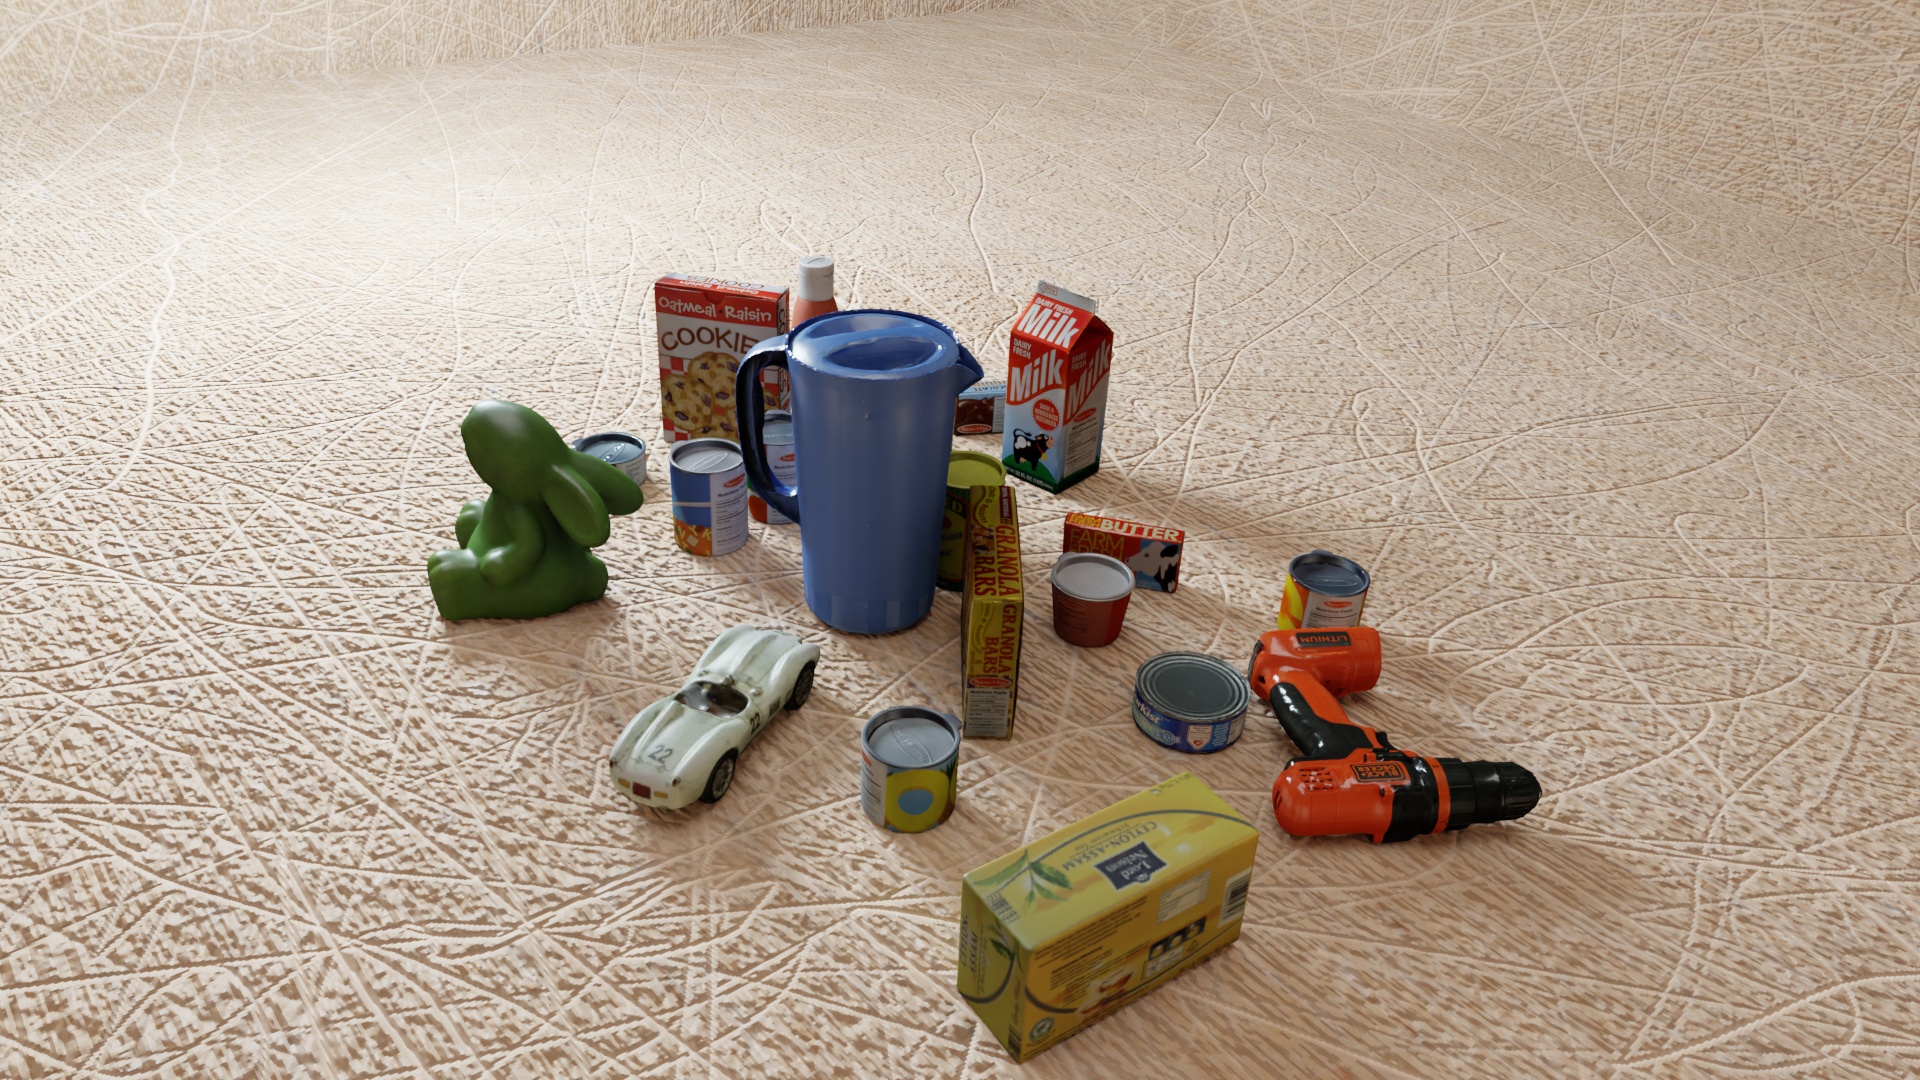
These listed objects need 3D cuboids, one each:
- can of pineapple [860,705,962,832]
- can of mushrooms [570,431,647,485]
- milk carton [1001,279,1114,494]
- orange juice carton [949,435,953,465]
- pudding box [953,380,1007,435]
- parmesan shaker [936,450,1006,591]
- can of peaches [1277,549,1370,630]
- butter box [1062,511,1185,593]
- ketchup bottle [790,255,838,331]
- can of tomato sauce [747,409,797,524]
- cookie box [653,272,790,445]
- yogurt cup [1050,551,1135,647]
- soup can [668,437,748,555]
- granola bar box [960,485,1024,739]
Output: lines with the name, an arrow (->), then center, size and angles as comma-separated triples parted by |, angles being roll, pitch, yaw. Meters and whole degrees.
can of pineapple -> -0.032, 0.154, 0.935 | 0.071, 0.057, 0.071 | 3, 31, -2
can of mushrooms -> -0.331, -0.074, 1.306 | 0.071, 0.033, 0.071 | 3, 31, -2
milk carton -> 0.093, -0.150, 1.326 | 0.072, 0.189, 0.074 | 27, 38, 33
orange juice carton -> -0.046, -0.090, 1.209 | 0.073, 0.191, 0.072 | 0, 31, -6
pudding box -> 0.032, -0.138, 1.437 | 0.084, 0.049, 0.030 | -5, 32, -13
parmesan shaker -> 0.004, -0.015, 1.176 | 0.071, 0.102, 0.071 | 3, 31, -2
can of peaches -> 0.298, 0.050, 1.144 | 0.071, 0.057, 0.071 | 3, 31, -2
butter box -> 0.139, 0.010, 1.198 | 0.103, 0.052, 0.024 | 10, 31, 11
ketchup bottle -> -0.153, -0.224, 1.464 | 0.043, 0.148, 0.065 | 22, 35, 28
can of tomato sauce -> -0.166, -0.067, 1.264 | 0.071, 0.082, 0.071 | 3, 31, -2
cookie box -> -0.229, -0.169, 1.346 | 0.123, 0.166, 0.040 | 9, 31, 8
yogurt cup -> 0.105, 0.050, 1.127 | 0.072, 0.053, 0.073 | 3, 31, -2
soup can -> -0.221, -0.039, 1.211 | 0.071, 0.083, 0.072 | 3, 31, -2
granola bar box -> 0.023, 0.051, 1.049 | 0.039, 0.123, 0.166 | 2, 31, -2
